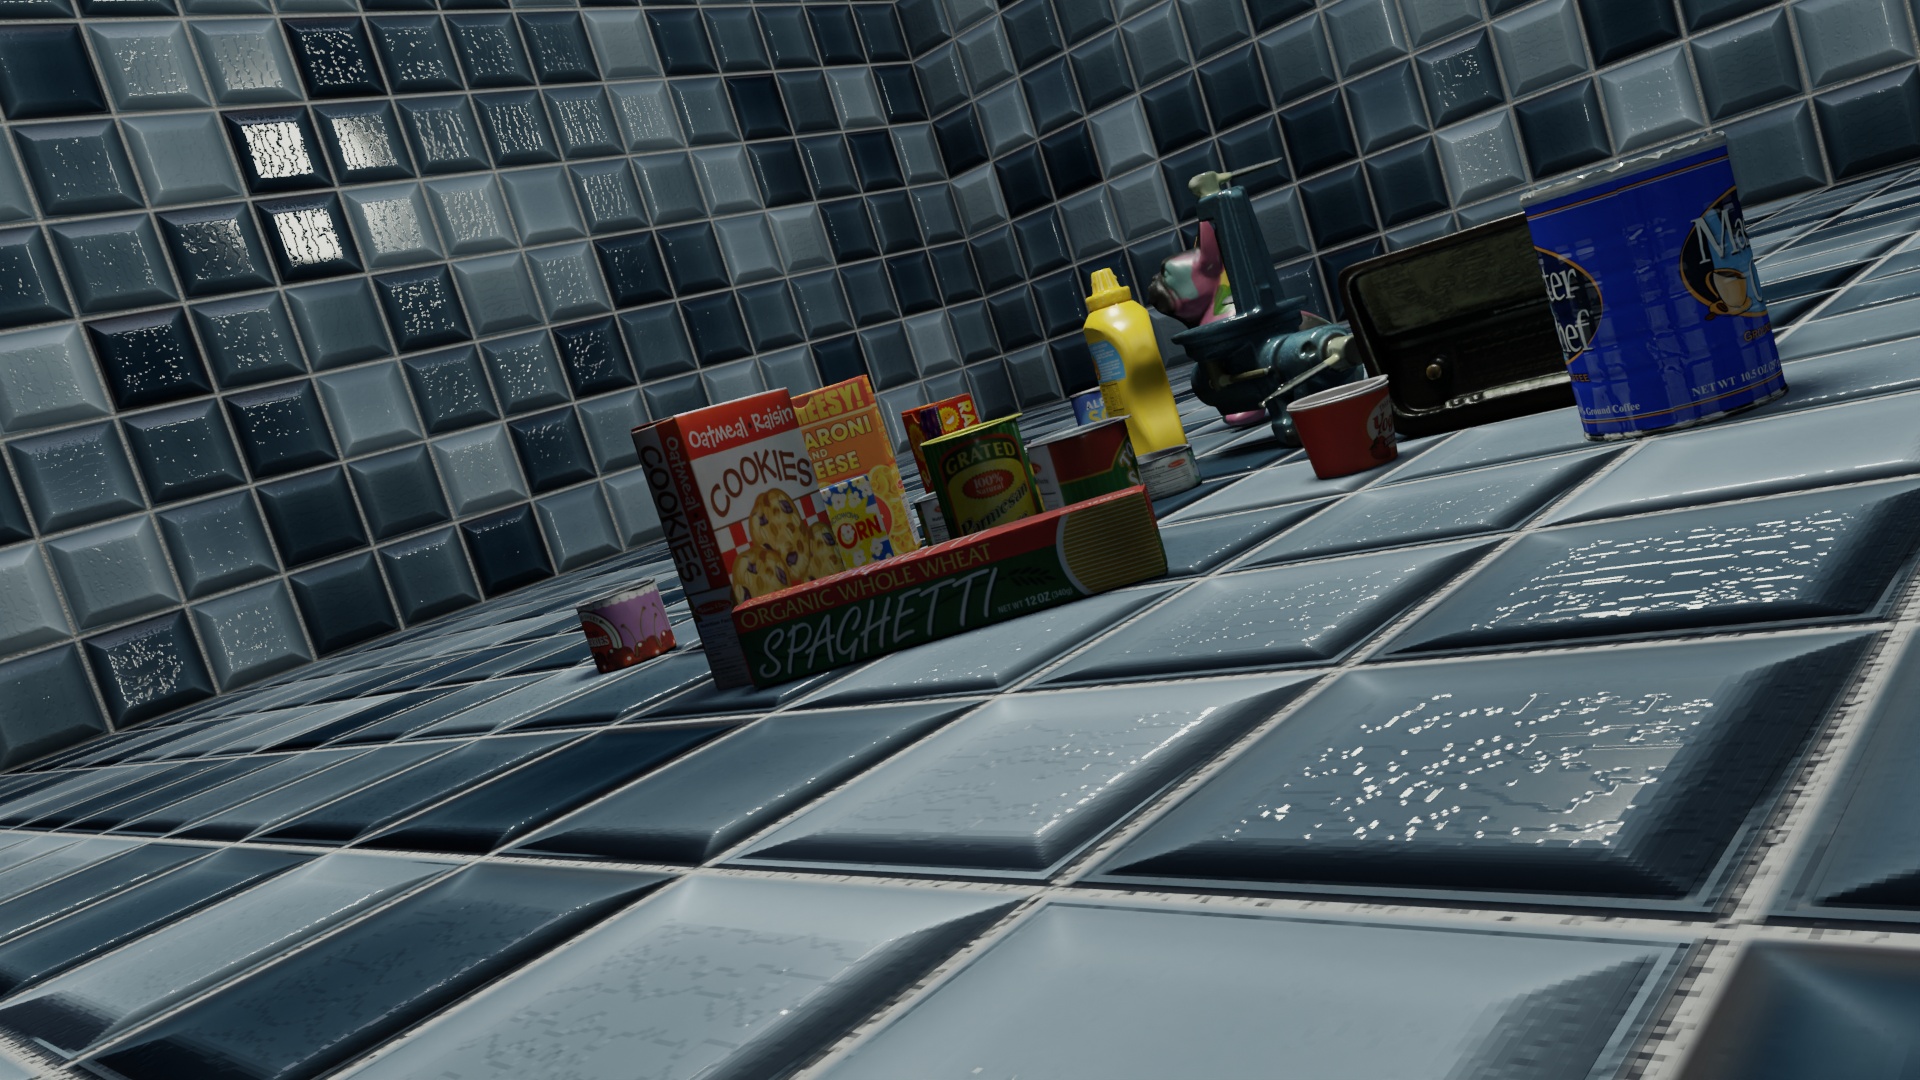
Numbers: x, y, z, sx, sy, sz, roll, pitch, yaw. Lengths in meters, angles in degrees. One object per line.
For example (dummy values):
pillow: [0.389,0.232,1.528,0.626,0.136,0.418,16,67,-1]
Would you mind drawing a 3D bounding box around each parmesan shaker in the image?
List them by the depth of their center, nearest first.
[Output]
parmesan shaker: [0.023,-0.025,0.918,0.071,0.103,0.071,-17,6,2]

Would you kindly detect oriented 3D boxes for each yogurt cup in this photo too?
yogurt cup: [0.258,-0.074,0.928,0.072,0.054,0.072,-17,6,2]

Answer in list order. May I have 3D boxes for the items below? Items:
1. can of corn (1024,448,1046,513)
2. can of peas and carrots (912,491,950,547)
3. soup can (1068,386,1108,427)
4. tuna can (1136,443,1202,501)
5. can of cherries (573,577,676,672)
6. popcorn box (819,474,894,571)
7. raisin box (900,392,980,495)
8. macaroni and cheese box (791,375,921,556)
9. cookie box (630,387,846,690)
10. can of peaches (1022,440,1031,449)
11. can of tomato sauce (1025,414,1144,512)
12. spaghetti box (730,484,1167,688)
can of corn: [0.082,-0.059,1.254,0.071,0.058,0.071,-17,6,2]
can of peas and carrots: [0.004,-0.013,1.071,0.071,0.058,0.071,-17,6,2]
soup can: [0.162,-0.125,1.499,0.071,0.083,0.071,-17,6,2]
tuna can: [0.157,-0.053,1.112,0.071,0.033,0.071,-17,6,2]
can of cherries: [-0.268,0.068,1.105,0.071,0.058,0.071,-17,6,2]
popcorn box: [-0.117,0.004,1.129,0.038,0.085,0.127,-12,8,46]
raisin box: [-0.006,-0.066,1.260,0.040,0.123,0.086,-20,6,-22]
macaroni and cheese box: [-0.119,-0.054,1.267,0.124,0.166,0.040,-17,6,7]
cookie box: [-0.132,-0.006,0.878,0.040,0.167,0.123,-14,7,28]
can of peaches: [0.047,-0.064,1.395,0.071,0.058,0.071,-17,6,2]
can of tomato sauce: [0.087,-0.031,0.888,0.071,0.083,0.071,-17,6,2]
spaghetti box: [-0.009,0.028,0.789,0.250,0.050,0.029,-16,6,9]
